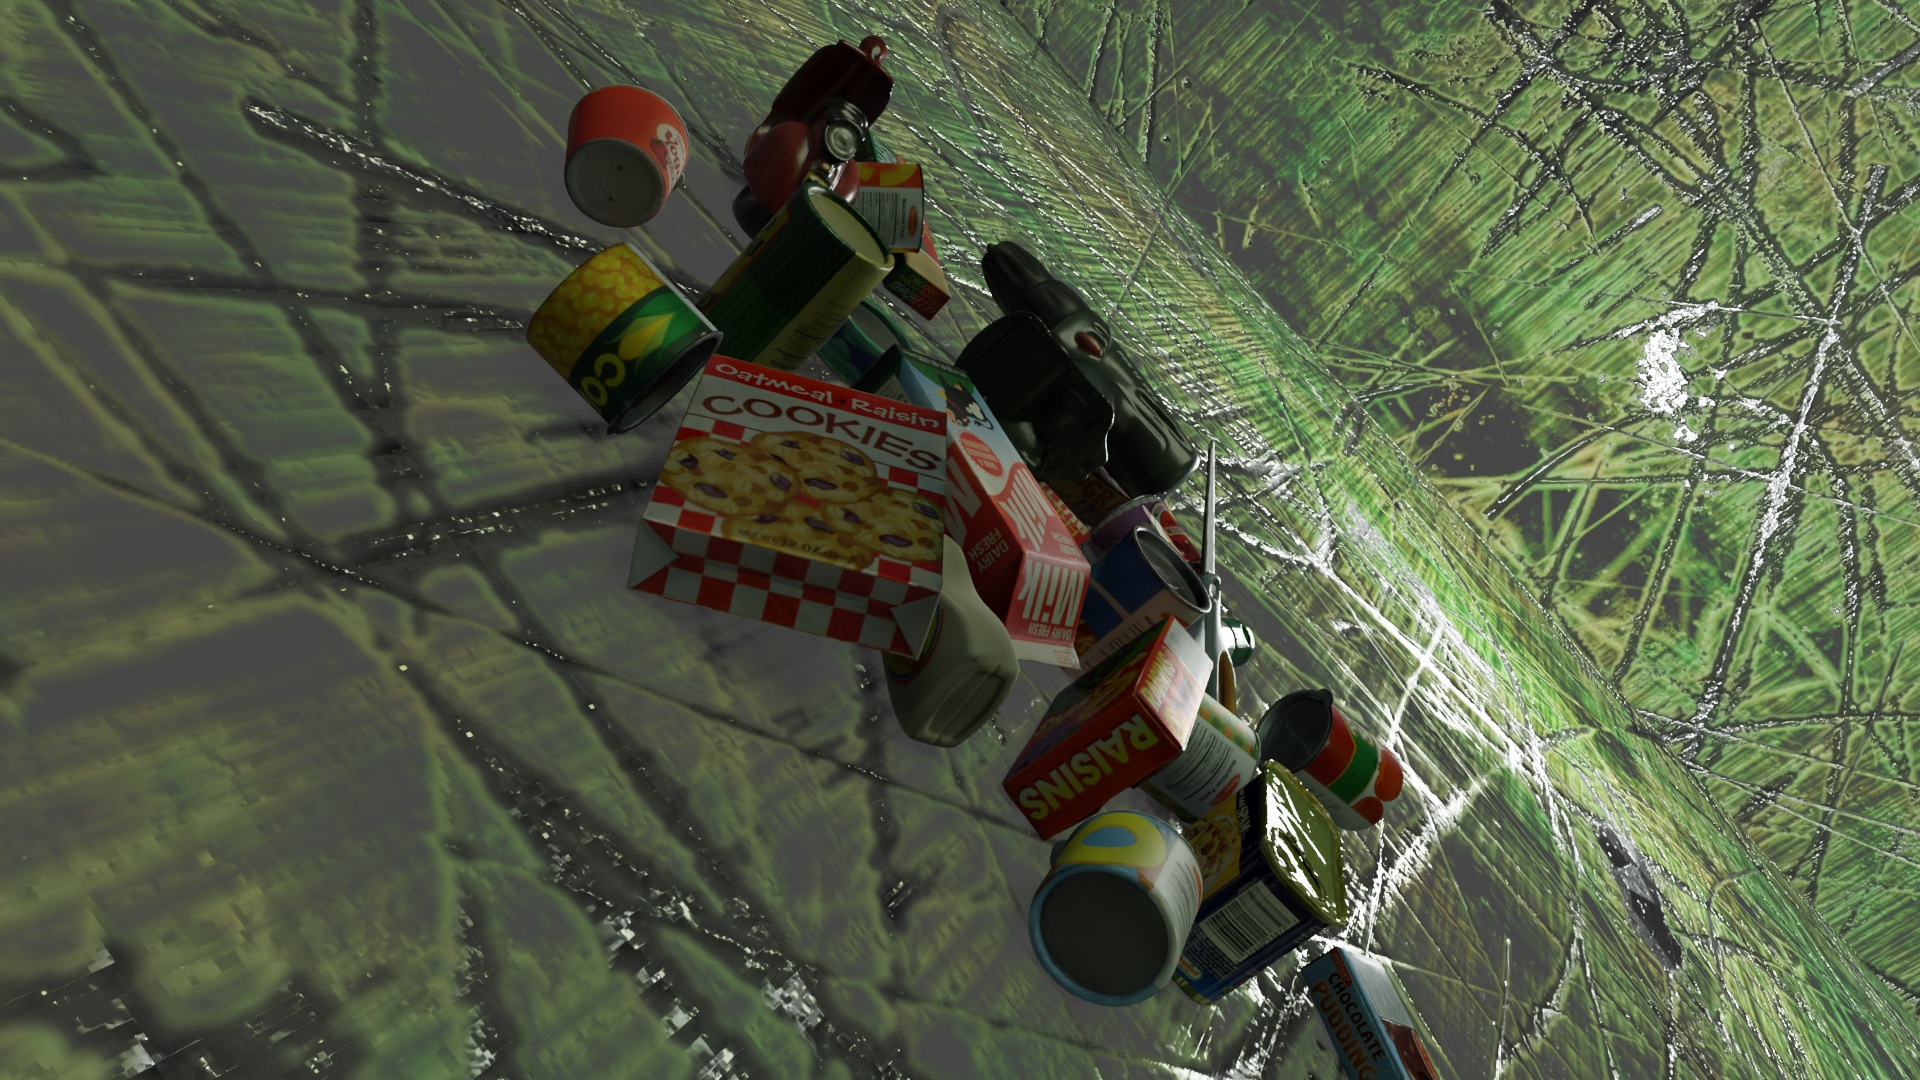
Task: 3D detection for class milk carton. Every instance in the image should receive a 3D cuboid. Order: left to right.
[{"bbox_3d":[0.003,-0.010,0.758,0.072,0.073,0.191,15,39,-54],"label":"milk carton"}]

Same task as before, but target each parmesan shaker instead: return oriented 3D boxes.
[{"bbox_3d":[-0.093,-0.137,0.760,0.071,0.102,0.071,39,23,-20],"label":"parmesan shaker"}]

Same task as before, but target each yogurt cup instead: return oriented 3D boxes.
[{"bbox_3d":[-0.187,-0.210,0.768,0.072,0.072,0.054,35,33,-29],"label":"yogurt cup"}]

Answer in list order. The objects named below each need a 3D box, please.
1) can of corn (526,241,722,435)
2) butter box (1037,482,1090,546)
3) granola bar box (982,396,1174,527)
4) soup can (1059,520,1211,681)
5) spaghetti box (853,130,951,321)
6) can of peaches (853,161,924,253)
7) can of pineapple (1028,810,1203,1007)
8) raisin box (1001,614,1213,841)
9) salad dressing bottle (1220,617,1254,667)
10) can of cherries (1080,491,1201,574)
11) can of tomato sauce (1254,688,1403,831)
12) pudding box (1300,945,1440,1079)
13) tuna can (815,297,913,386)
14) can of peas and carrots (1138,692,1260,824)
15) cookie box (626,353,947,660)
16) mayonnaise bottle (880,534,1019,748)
[{"bbox_3d":[-0.153,-0.090,0.625,0.058,0.071,0.071,46,22,-3],"label":"can of corn"},{"bbox_3d":[0.040,-0.029,0.924,0.103,0.024,0.053,48,22,2],"label":"butter box"},{"bbox_3d":[0.087,-0.067,1.053,0.165,0.039,0.125,31,27,-34],"label":"granola bar box"},{"bbox_3d":[0.095,0.040,0.829,0.071,0.083,0.072,39,23,-20],"label":"soup can"},{"bbox_3d":[-0.054,-0.267,1.150,0.050,0.028,0.251,33,26,-33],"label":"spaghetti box"},{"bbox_3d":[-0.060,-0.247,1.031,0.058,0.070,0.071,-2,39,-11],"label":"can of peaches"},{"bbox_3d":[0.066,0.159,0.603,0.071,0.071,0.058,49,22,4],"label":"can of pineapple"},{"bbox_3d":[0.077,0.093,0.704,0.040,0.086,0.124,52,22,-1],"label":"raisin box"},{"bbox_3d":[0.157,0.069,0.942,0.148,0.044,0.064,7,60,-58],"label":"salad dressing bottle"},{"bbox_3d":[0.128,0.009,0.956,0.071,0.071,0.058,9,43,-57],"label":"can of cherries"},{"bbox_3d":[0.252,0.149,0.949,0.083,0.071,0.071,37,24,-25],"label":"can of tomato sauce"},{"bbox_3d":[0.223,0.266,0.751,0.049,0.030,0.084,31,27,-38],"label":"pudding box"},{"bbox_3d":[-0.062,-0.126,0.891,0.071,0.032,0.071,38,24,-20],"label":"tuna can"},{"bbox_3d":[0.123,0.115,0.779,0.058,0.070,0.071,38,23,-21],"label":"can of peas and carrots"},{"bbox_3d":[-0.070,-0.021,0.629,0.123,0.040,0.168,14,30,-8],"label":"cookie box"},{"bbox_3d":[-0.021,0.027,0.674,0.041,0.064,0.149,19,30,-36],"label":"mayonnaise bottle"}]
